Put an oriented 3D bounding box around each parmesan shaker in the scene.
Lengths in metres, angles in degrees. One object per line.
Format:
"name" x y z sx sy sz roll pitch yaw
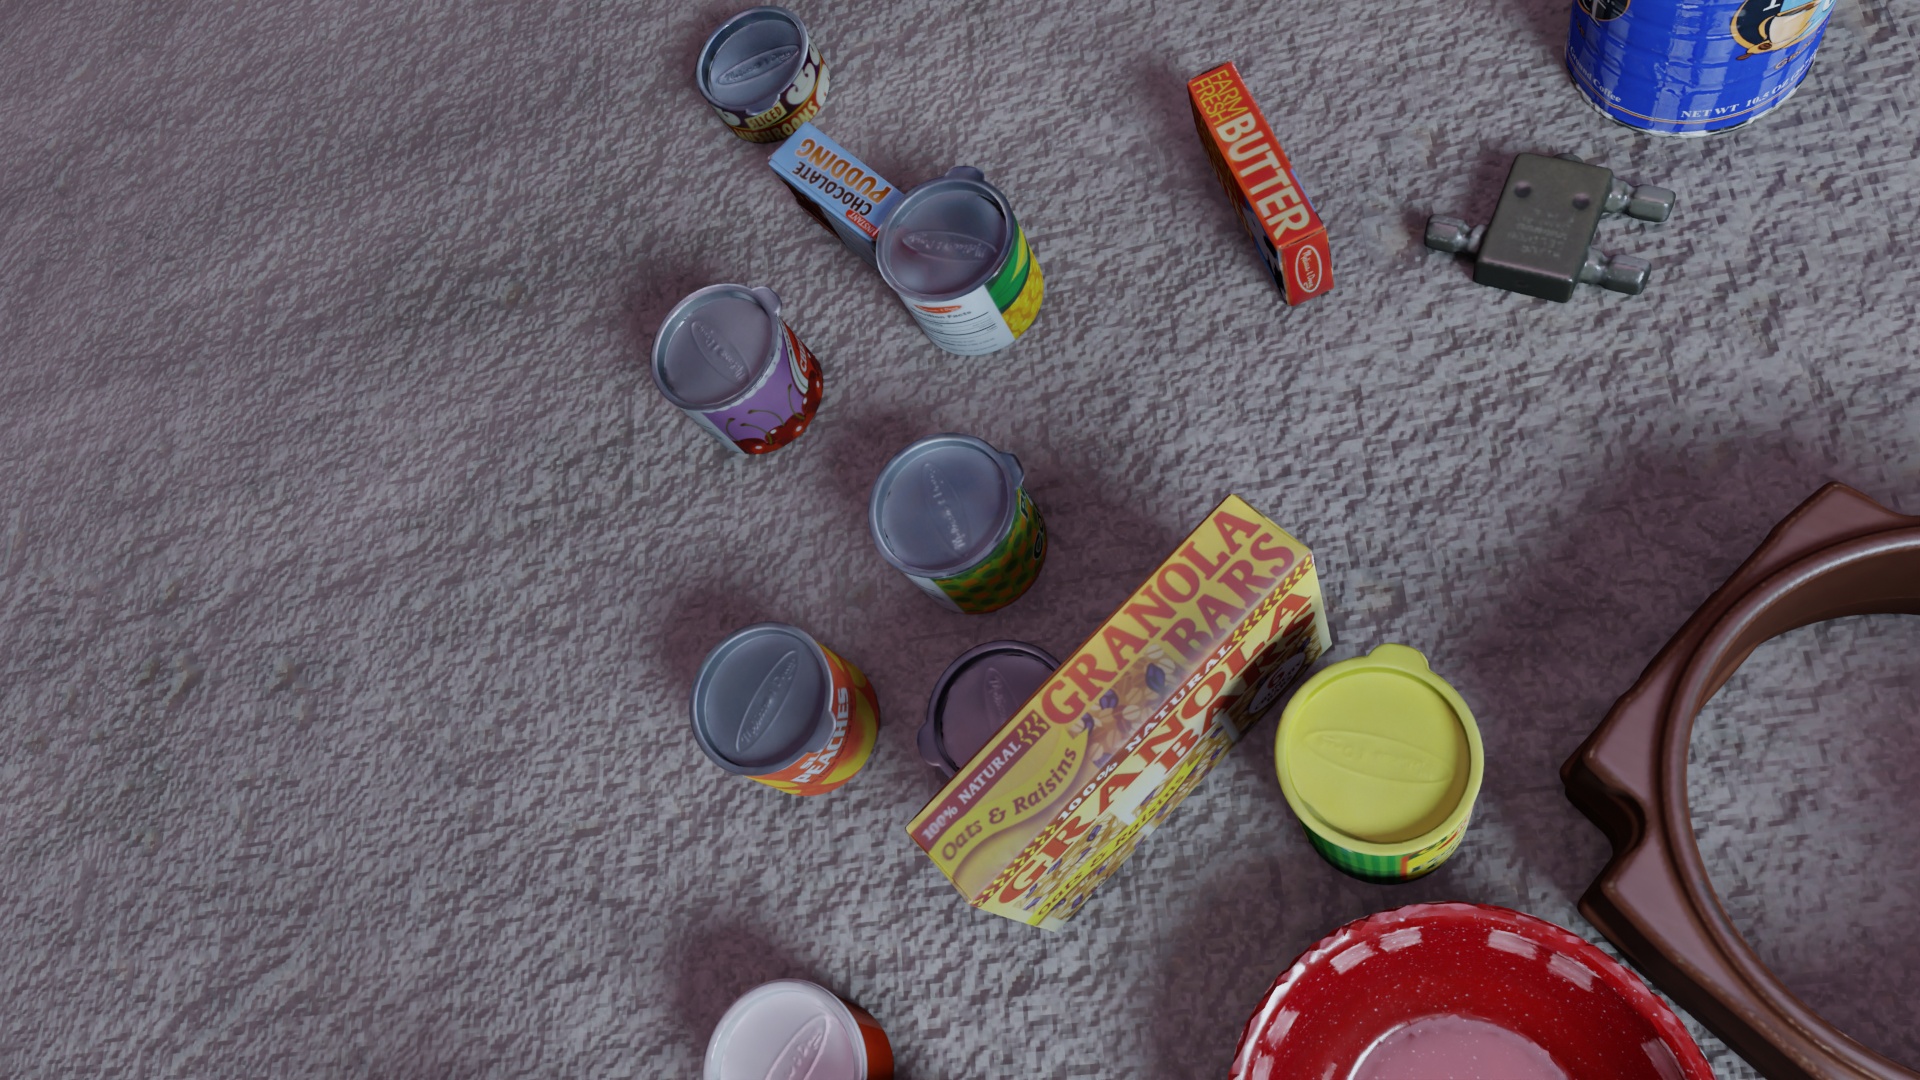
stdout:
"parmesan shaker" 0.153 0.084 0.503 0.071 0.103 0.071 -6 69 16

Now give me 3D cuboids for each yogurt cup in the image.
"yogurt cup" -0.061 0.211 0.553 0.072 0.054 0.072 -6 69 16

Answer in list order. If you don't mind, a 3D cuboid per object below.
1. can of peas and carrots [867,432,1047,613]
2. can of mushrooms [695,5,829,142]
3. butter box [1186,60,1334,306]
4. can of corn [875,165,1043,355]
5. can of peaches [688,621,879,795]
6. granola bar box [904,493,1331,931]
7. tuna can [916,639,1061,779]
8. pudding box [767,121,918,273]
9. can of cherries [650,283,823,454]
"can of peas and carrots" 0.002 -0.008 0.611 0.071 0.058 0.071 -6 69 16
"can of mushrooms" -0.106 -0.249 0.750 0.071 0.033 0.071 -6 69 16
"butter box" 0.135 -0.161 0.628 0.024 0.053 0.104 -24 65 9
"can of corn" 0.002 -0.131 0.657 0.071 0.058 0.071 -6 69 16
"can of peaches" -0.073 0.076 0.605 0.071 0.058 0.071 -6 69 16
"granola bar box" 0.066 0.070 0.525 0.165 0.124 0.039 -46 64 -2
"tuna can" 0.019 0.079 0.588 0.071 0.032 0.071 -6 69 16
"pudding box" -0.053 -0.167 0.693 0.030 0.049 0.084 -47 64 -2
"can of cherries" -0.105 -0.083 0.674 0.071 0.058 0.072 -6 69 16
